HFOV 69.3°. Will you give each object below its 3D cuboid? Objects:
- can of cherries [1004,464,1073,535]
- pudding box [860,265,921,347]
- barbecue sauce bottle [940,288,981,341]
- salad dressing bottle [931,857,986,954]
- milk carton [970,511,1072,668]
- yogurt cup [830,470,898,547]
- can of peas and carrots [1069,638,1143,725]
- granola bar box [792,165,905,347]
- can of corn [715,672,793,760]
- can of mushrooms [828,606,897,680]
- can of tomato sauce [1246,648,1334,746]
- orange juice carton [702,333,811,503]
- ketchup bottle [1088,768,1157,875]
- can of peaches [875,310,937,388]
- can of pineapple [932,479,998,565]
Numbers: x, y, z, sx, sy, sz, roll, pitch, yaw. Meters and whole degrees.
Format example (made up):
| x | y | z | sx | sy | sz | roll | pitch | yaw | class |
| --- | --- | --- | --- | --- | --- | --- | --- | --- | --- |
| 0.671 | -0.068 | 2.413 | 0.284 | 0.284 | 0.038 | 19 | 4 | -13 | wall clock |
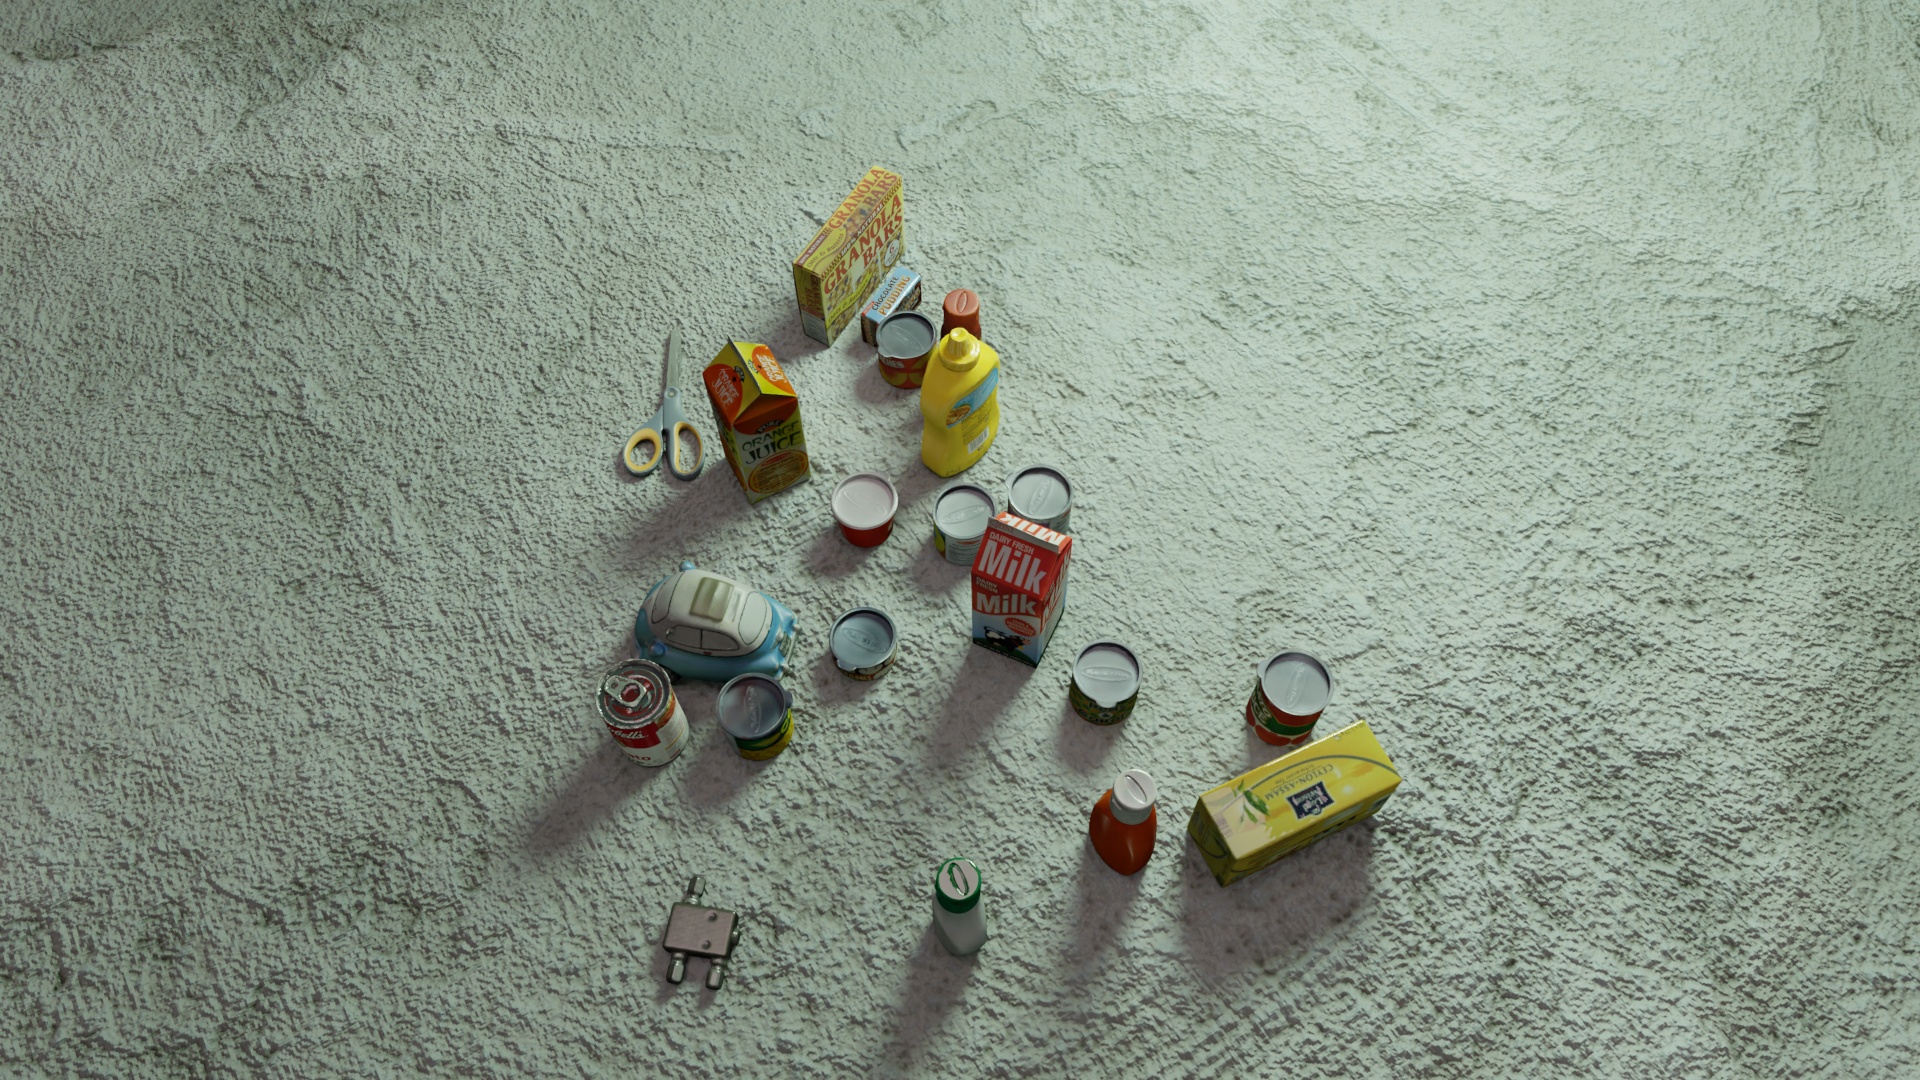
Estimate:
| x | y | z | sx | sy | sz | roll | pitch | yaw | class |
| --- | --- | --- | --- | --- | --- | --- | --- | --- | --- |
| 0.078 | -0.036 | 1.417 | 0.071 | 0.058 | 0.072 | 0 | 60 | 0 | can of cherries |
| -0.077 | -0.260 | 1.551 | 0.030 | 0.049 | 0.084 | 28 | 64 | 15 | pudding box |
| 0.001 | -0.204 | 1.462 | 0.044 | 0.147 | 0.065 | 11 | 61 | 6 | barbecue sauce bottle |
| -0.001 | 0.306 | 1.169 | 0.044 | 0.147 | 0.064 | -19 | 62 | -10 | salad dressing bottle |
| 0.056 | 0.039 | 1.298 | 0.072 | 0.189 | 0.074 | 22 | 63 | 12 | milk carton |
| -0.097 | -0.029 | 1.416 | 0.072 | 0.053 | 0.073 | 0 | 60 | 0 | yogurt cup |
| 0.137 | 0.137 | 1.317 | 0.071 | 0.058 | 0.071 | 0 | 60 | 0 | can of peas and carrots |
| -0.121 | -0.315 | 1.540 | 0.039 | 0.123 | 0.166 | 27 | 64 | 14 | granola bar box |
| -0.189 | 0.165 | 1.301 | 0.071 | 0.058 | 0.071 | 0 | 60 | 0 | can of corn |
| -0.095 | 0.102 | 1.352 | 0.071 | 0.033 | 0.071 | 0 | 60 | 0 | can of mushrooms |
| 0.304 | 0.148 | 1.296 | 0.071 | 0.082 | 0.071 | 0 | 60 | 0 | can of tomato sauce |
| -0.204 | -0.125 | 1.391 | 0.073 | 0.191 | 0.072 | -25 | 63 | -13 | orange juice carton |
| 0.144 | 0.241 | 1.205 | 0.044 | 0.148 | 0.065 | -30 | 65 | -16 | ketchup bottle |
| -0.060 | -0.206 | 1.516 | 0.071 | 0.057 | 0.071 | 0 | 60 | 0 | can of peaches |
| 0.005 | -0.018 | 1.407 | 0.071 | 0.057 | 0.071 | 0 | 60 | 0 | can of pineapple |
